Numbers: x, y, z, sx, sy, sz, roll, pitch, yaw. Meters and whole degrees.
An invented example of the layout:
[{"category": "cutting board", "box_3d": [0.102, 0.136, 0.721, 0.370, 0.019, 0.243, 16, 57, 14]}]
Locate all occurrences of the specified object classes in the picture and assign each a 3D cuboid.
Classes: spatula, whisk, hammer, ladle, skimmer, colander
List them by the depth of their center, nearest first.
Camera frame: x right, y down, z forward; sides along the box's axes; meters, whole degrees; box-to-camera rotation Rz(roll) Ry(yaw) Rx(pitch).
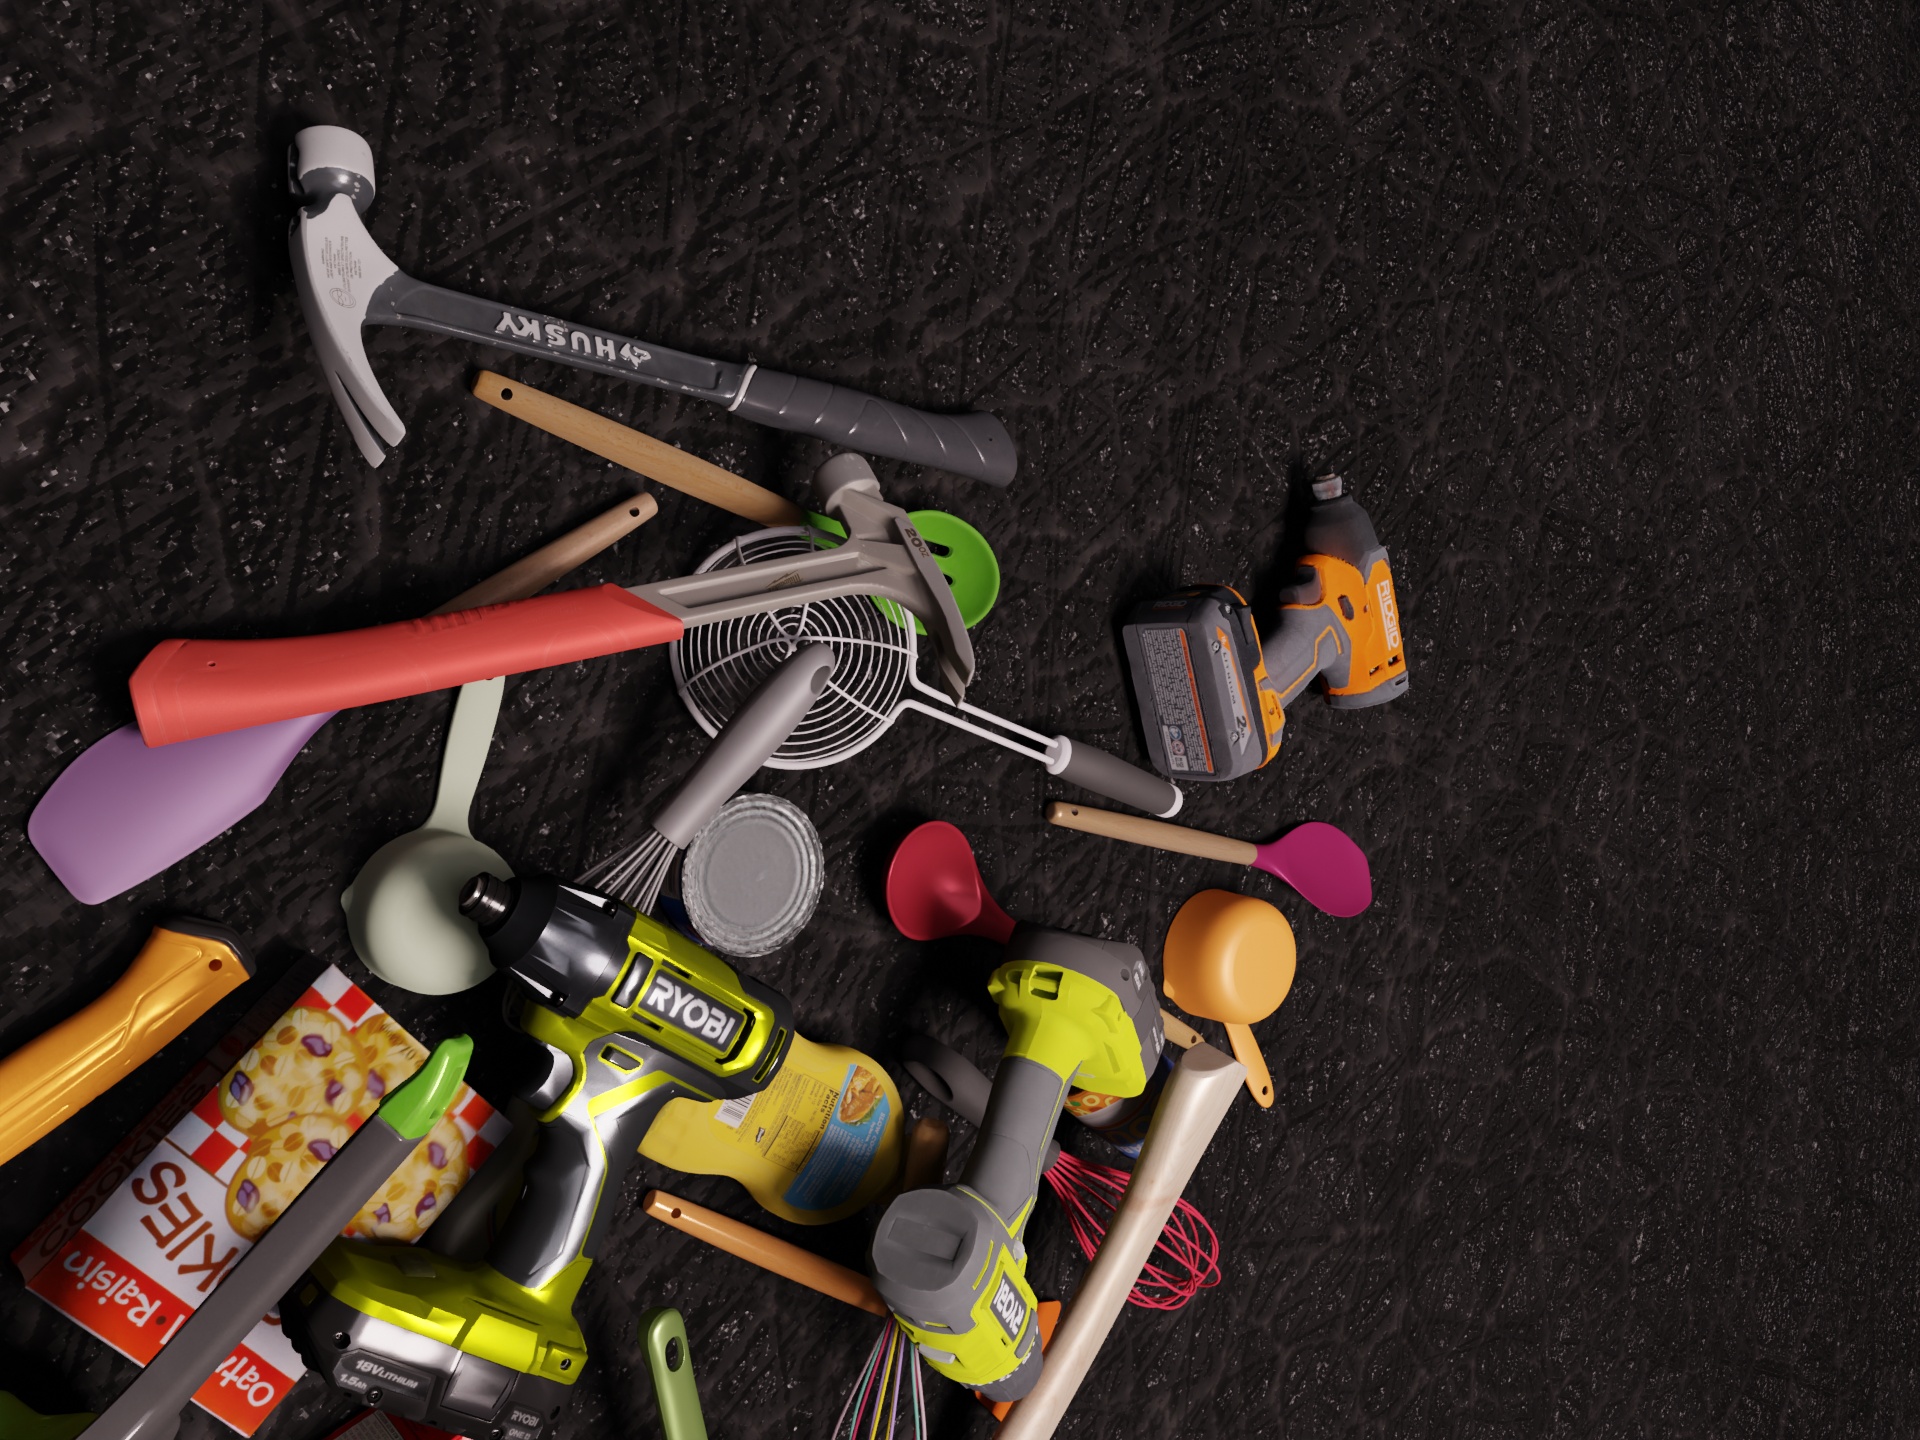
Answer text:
[{"category": "colander", "box_3d": [-0.343, 0.247, 0.580, 0.094, 0.204, 0.397, 41, 84, 2]}, {"category": "hammer", "box_3d": [-0.420, 0.197, 0.610, 0.337, 0.034, 0.127, -41, 116, -29]}, {"category": "hammer", "box_3d": [-0.176, -0.036, 0.722, 0.359, 0.036, 0.149, -14, 59, -24]}, {"category": "spatula", "box_3d": [-0.266, -0.028, 0.727, 0.316, 0.018, 0.059, -38, 103, -30]}, {"category": "whisk", "box_3d": [-0.140, 0.056, 0.775, 0.239, 0.055, 0.055, -50, 122, -4]}, {"category": "hammer", "box_3d": [-0.125, -0.167, 0.797, 0.408, 0.036, 0.149, 6, 65, -42]}, {"category": "whisk", "box_3d": [-0.033, 0.336, 0.873, 0.047, 0.051, 0.245, -3, 106, -47]}, {"category": "spatula", "box_3d": [-0.053, 0.330, 0.915, 0.322, 0.041, 0.081, 35, 73, -30]}, {"category": "skimmer", "box_3d": [-0.001, -0.003, 0.922, 0.363, 0.090, 0.127, 23, 85, -46]}, {"category": "hammer", "box_3d": [0.065, 0.382, 0.942, 0.146, 0.038, 0.410, 33, 84, -43]}, {"category": "whisk", "box_3d": [0.064, 0.280, 0.981, 0.295, 0.073, 0.073, 45, 67, -25]}, {"category": "ladle", "box_3d": [0.058, 0.147, 0.987, 0.315, 0.031, 0.069, 35, 74, -36]}]

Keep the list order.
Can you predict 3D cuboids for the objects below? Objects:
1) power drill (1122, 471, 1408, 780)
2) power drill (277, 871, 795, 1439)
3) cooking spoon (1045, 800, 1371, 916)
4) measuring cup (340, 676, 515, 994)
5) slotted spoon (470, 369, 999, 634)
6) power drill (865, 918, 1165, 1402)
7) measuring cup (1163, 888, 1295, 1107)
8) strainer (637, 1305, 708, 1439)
[{"category": "power drill", "box_3d": [0.211, -0.065, 1.061, 0.226, 0.084, 0.164, -25, 107, -39]}, {"category": "power drill", "box_3d": [-0.192, 0.186, 0.703, 0.171, 0.080, 0.223, 38, 73, -34]}, {"category": "cooking spoon", "box_3d": [0.179, 0.087, 1.080, 0.318, 0.017, 0.069, 14, 65, -37]}, {"category": "measuring cup", "box_3d": [-0.232, 0.046, 0.743, 0.083, 0.038, 0.167, 15, 86, -38]}, {"category": "slotted spoon", "box_3d": [-0.108, -0.117, 0.839, 0.313, 0.031, 0.070, 20, 93, -35]}, {"category": "power drill", "box_3d": [0.036, 0.243, 0.861, 0.229, 0.080, 0.190, -63, 150, -31]}, {"category": "measuring cup", "box_3d": [0.200, 0.197, 1.083, 0.095, 0.052, 0.173, -34, 111, -32]}, {"category": "strainer", "box_3d": [-0.147, 0.412, 0.810, 0.151, 0.069, 0.256, -22, 107, -51]}]
